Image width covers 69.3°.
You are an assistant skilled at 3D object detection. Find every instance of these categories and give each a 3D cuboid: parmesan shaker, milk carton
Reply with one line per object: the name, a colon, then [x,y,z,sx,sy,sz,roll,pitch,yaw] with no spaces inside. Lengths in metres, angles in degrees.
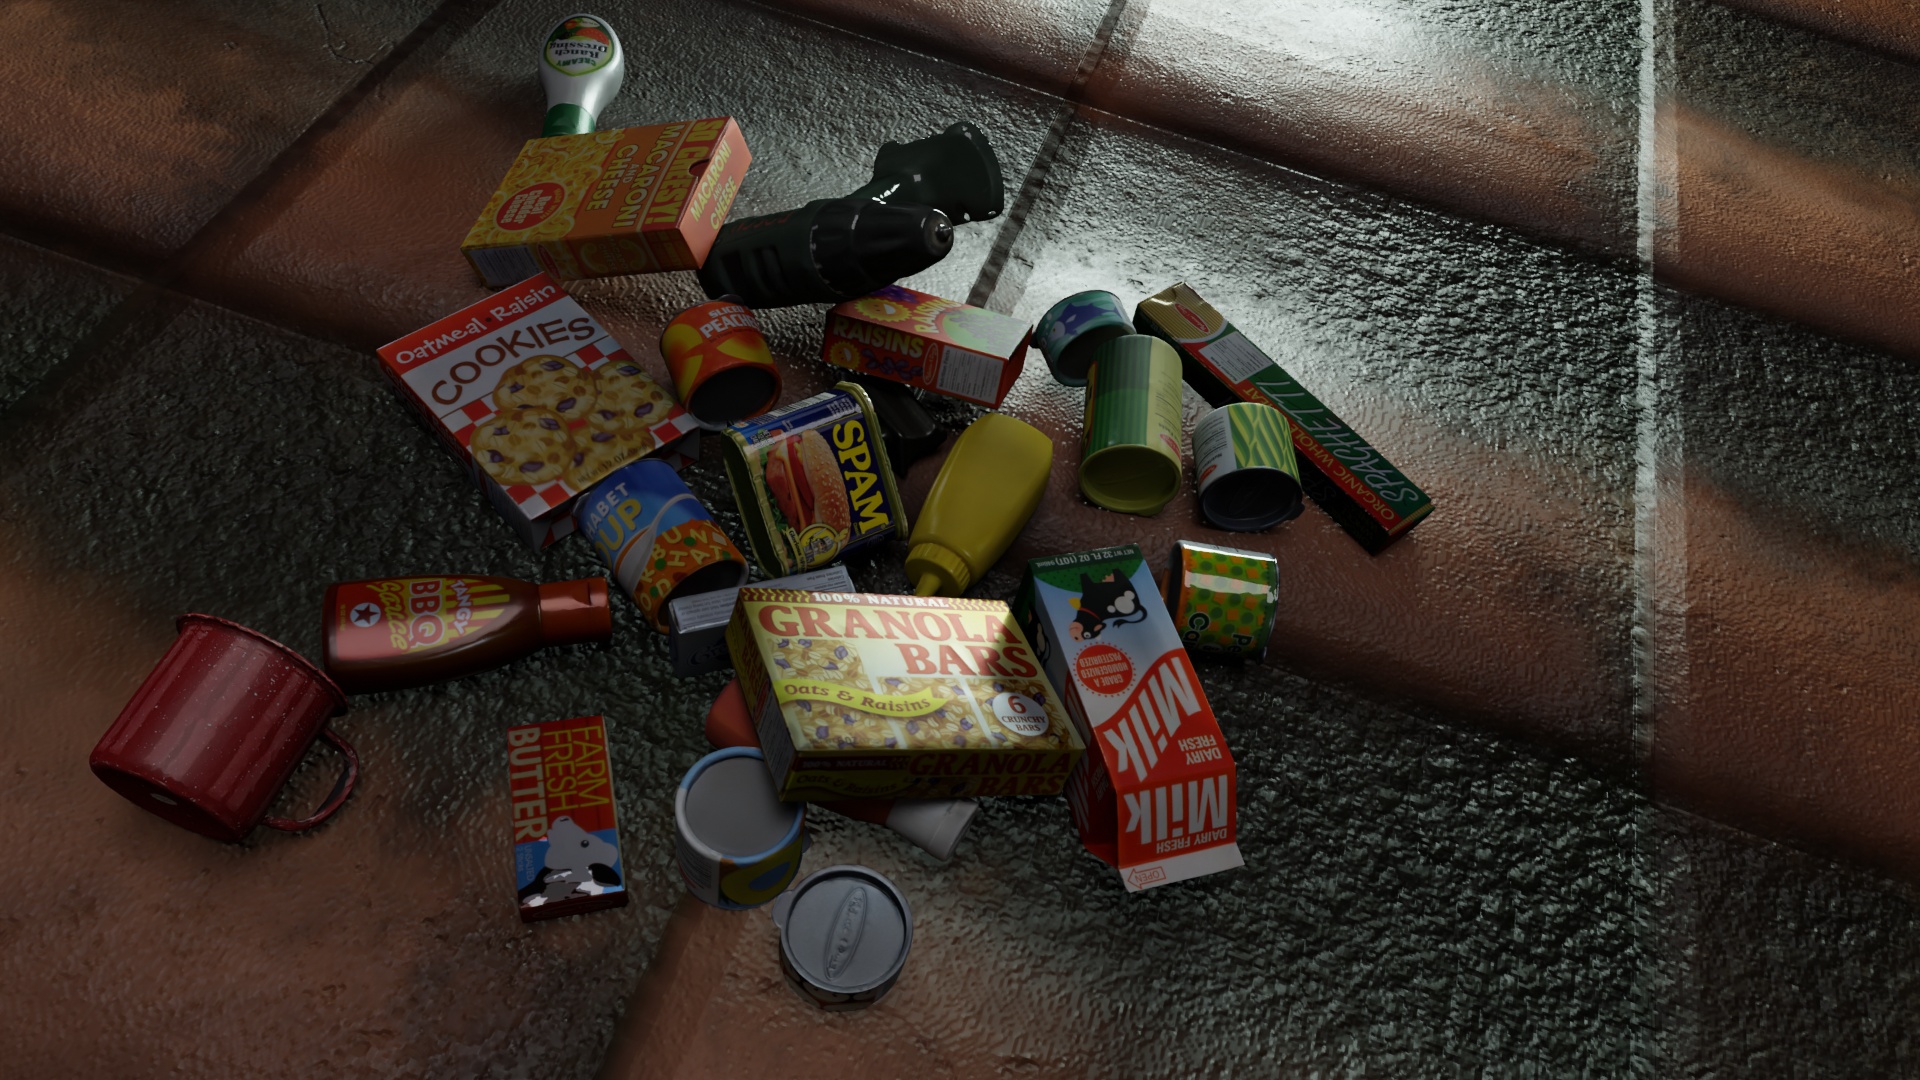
parmesan shaker: [0.115,-0.076,0.923,0.071,0.071,0.103,10,51,-3]
milk carton: [0.091,0.101,0.776,0.072,0.073,0.191,-8,55,-18]

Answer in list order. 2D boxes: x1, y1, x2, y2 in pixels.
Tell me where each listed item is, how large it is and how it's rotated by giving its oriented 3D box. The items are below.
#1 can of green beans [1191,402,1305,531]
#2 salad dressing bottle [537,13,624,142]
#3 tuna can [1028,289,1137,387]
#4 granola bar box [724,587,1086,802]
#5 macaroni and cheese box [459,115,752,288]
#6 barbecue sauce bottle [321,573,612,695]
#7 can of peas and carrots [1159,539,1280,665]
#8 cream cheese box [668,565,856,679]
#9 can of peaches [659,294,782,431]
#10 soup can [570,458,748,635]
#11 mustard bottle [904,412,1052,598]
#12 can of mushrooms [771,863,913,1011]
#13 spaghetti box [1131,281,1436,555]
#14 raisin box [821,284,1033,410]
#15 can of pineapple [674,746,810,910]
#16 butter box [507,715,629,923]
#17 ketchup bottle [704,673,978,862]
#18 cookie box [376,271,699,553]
can of green beans: [0.187,-0.048,0.911,0.071,0.071,0.058,5,52,-6]
salad dressing bottle: [-0.293,-0.341,1.060,0.064,0.043,0.148,2,53,-7]
tuna can: [0.085,-0.138,0.962,0.071,0.070,0.033,-11,57,-18]
granola bar box: [-0.032,0.081,0.747,0.166,0.038,0.125,4,36,-29]
macaroni and cheese box: [-0.241,-0.232,0.951,0.166,0.040,0.124,-1,50,18]
barbecue sauce bottle: [-0.271,0.046,0.770,0.149,0.043,0.065,-6,54,-15]
can of peas and carrots: [0.155,0.038,0.841,0.059,0.070,0.071,9,52,-3]
cream cheese box: [-0.113,0.046,0.793,0.104,0.053,0.024,-12,58,-18]
can of peaches: [-0.154,-0.114,0.896,0.071,0.071,0.058,-14,58,-20]
soup can: [-0.174,0.004,0.804,0.071,0.071,0.084,-29,63,-28]
mustard bottle: [0.003,-0.011,0.860,0.065,0.048,0.161,26,54,9]
can of mushrooms: [-0.061,0.199,0.699,0.071,0.033,0.071,5,53,-7]
spaghetti box: [0.220,-0.090,0.972,0.050,0.028,0.250,-29,63,-28]
raisin box: [-0.021,-0.134,0.931,0.123,0.040,0.086,16,28,8]
can of pineapple: [-0.112,0.147,0.714,0.071,0.057,0.071,5,52,-7]
butter box: [-0.205,0.143,0.721,0.053,0.024,0.104,-7,55,-16]
ketchup bottle: [-0.062,0.119,0.753,0.149,0.043,0.065,30,46,12]
cookie box: [-0.265,-0.085,0.874,0.123,0.040,0.168,-35,67,-30]
